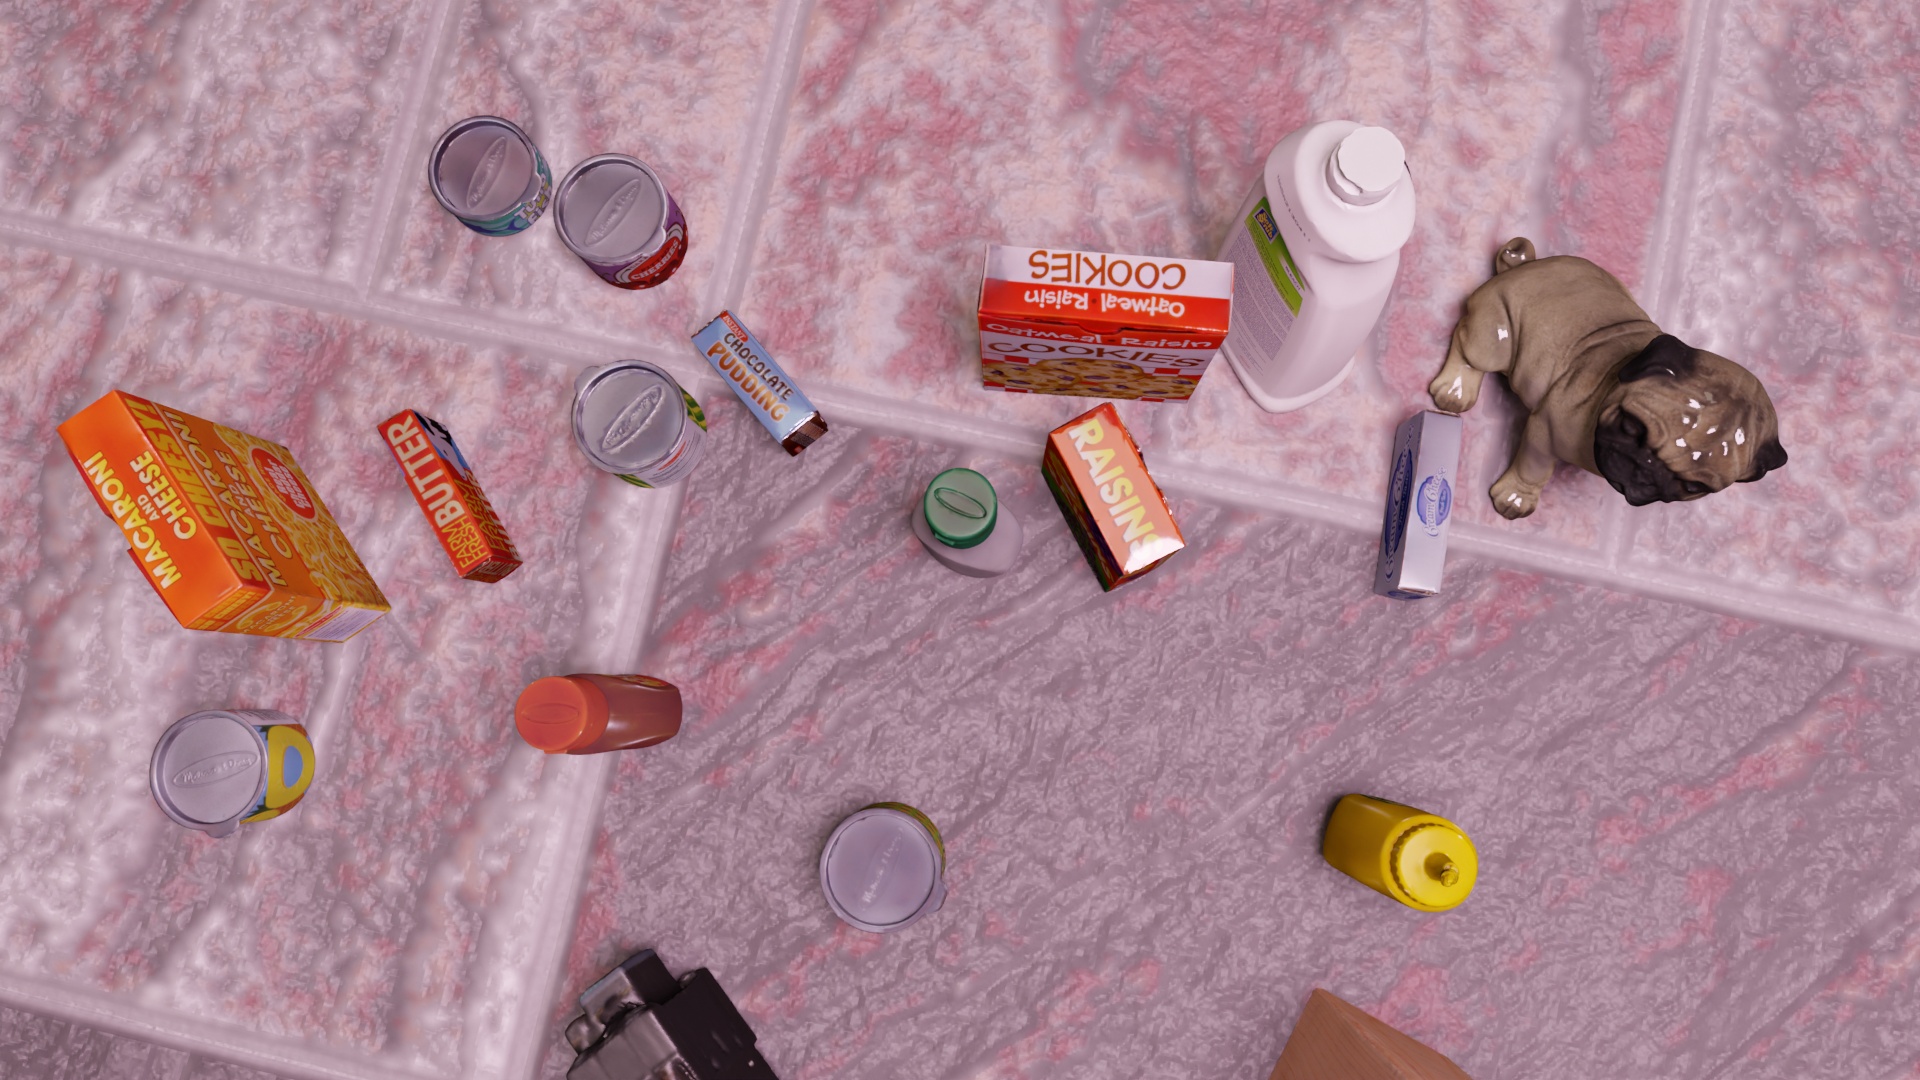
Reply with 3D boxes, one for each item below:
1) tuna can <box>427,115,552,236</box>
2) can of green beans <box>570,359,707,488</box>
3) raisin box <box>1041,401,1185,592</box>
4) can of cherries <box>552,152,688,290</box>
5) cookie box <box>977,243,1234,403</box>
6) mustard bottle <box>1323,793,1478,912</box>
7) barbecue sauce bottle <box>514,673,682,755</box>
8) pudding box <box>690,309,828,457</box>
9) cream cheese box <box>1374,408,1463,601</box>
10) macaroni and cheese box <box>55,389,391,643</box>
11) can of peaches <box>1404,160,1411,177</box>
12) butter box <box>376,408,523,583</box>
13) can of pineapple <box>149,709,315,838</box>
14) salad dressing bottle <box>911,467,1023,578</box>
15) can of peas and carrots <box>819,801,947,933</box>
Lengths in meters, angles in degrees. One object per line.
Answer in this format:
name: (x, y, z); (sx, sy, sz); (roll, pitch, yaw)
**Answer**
tuna can: (-0.282, -0.219, 0.843); (0.071, 0.033, 0.071); (0, 83, 2)
can of green beans: (-0.185, -0.067, 0.808); (0.071, 0.058, 0.071); (0, 83, 2)
raisin box: (0.082, -0.020, 0.761); (0.040, 0.123, 0.086); (-26, 83, -1)
can of cherries: (-0.198, -0.185, 0.823); (0.071, 0.058, 0.071); (0, 83, 2)
cookie box: (0.073, -0.112, 0.751); (0.123, 0.167, 0.040); (4, 84, 2)
mustard bottle: (0.233, 0.162, 0.716); (0.065, 0.160, 0.049); (20, 85, 4)
barbecue sauce bottle: (-0.195, 0.092, 0.743); (0.065, 0.148, 0.043); (0, 84, 2)
pudding box: (-0.116, -0.092, 0.813); (0.030, 0.049, 0.084); (-41, 84, -3)
cream cheese box: (0.260, -0.019, 0.791); (0.024, 0.053, 0.104); (10, 84, 3)
macaroni and cheese box: (-0.391, -0.006, 0.752); (0.040, 0.166, 0.124); (-36, 84, -2)
can of peaches: (0.222, -0.195, 0.812); (0.071, 0.058, 0.071); (0, 83, 2)
butter box: (-0.296, -0.025, 0.809); (0.024, 0.053, 0.103); (-31, 83, -2)
can of pineapple: (-0.413, 0.131, 0.791); (0.071, 0.058, 0.071); (0, 83, 2)
salad dressing bottle: (0.003, -0.009, 0.750); (0.064, 0.147, 0.044); (26, 85, 5)
can of peas and carrots: (-0.040, 0.181, 0.773); (0.071, 0.058, 0.071); (0, 83, 2)
